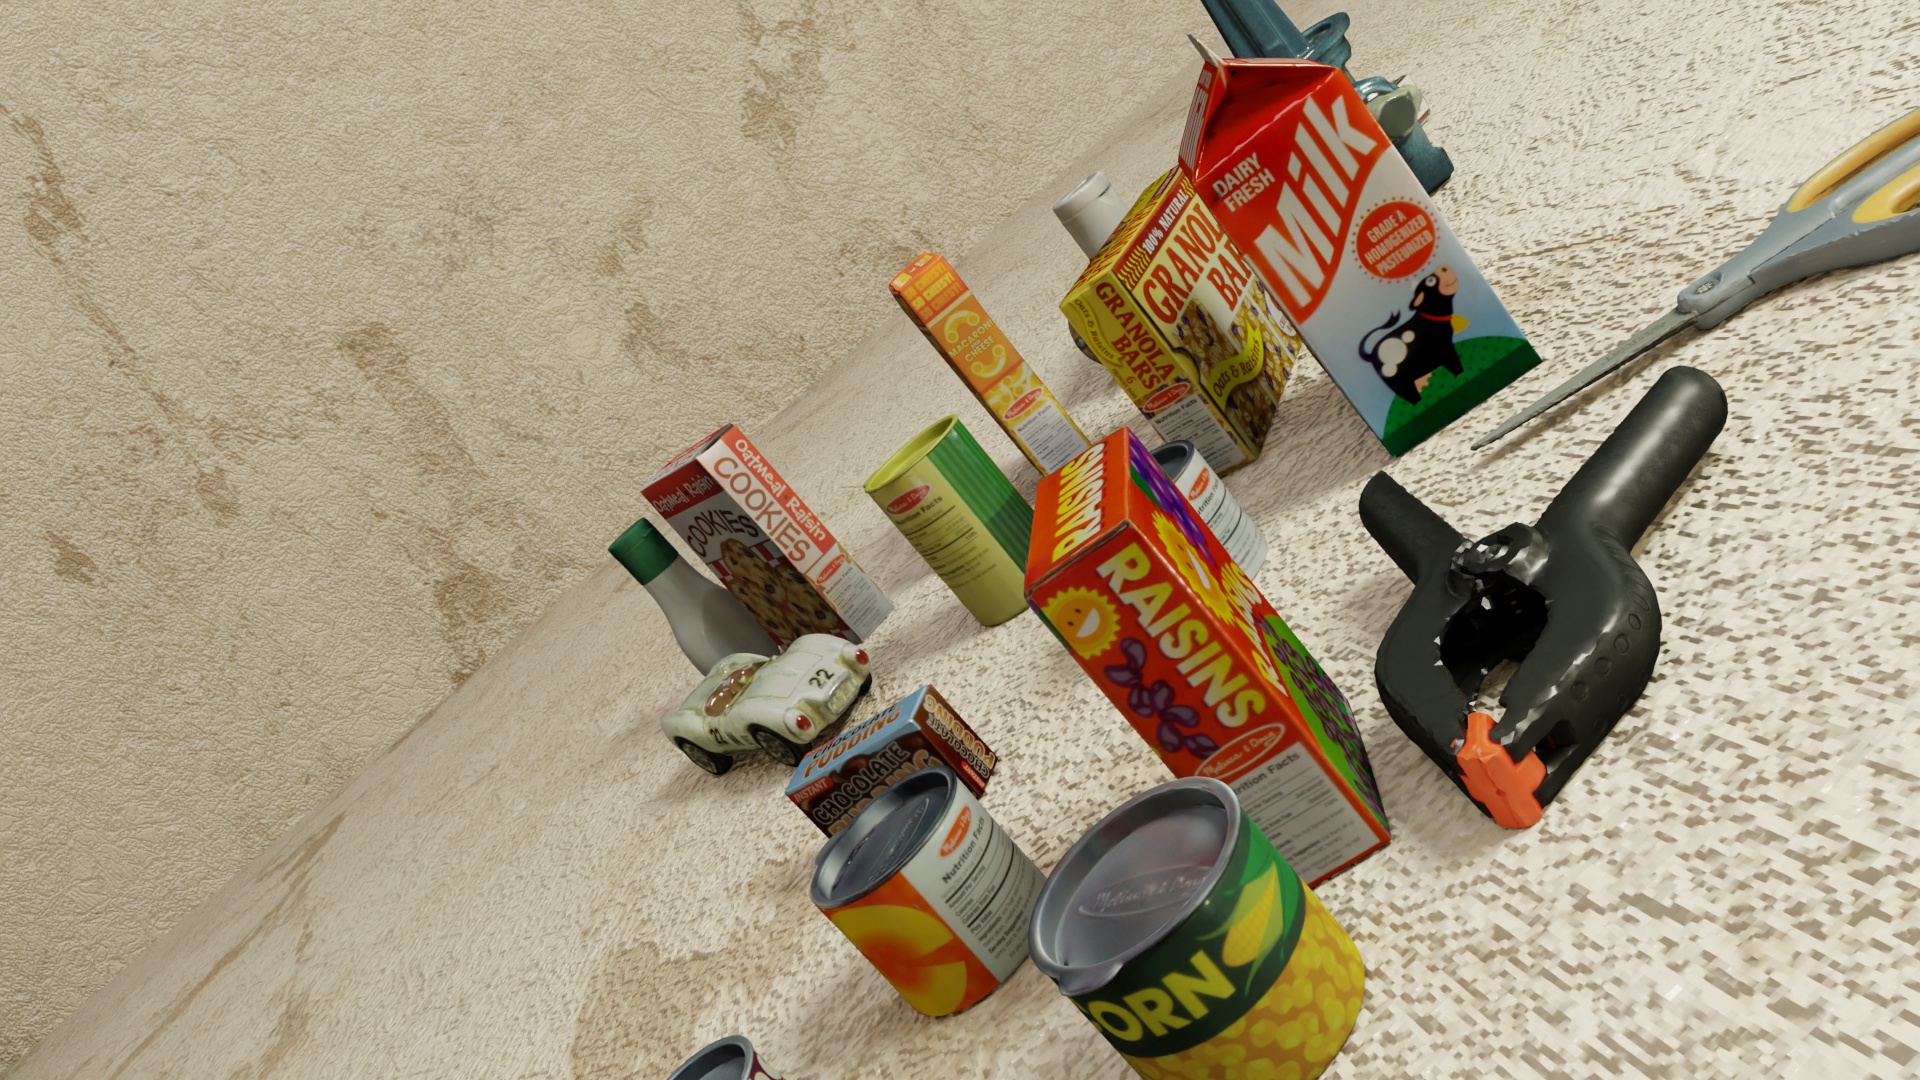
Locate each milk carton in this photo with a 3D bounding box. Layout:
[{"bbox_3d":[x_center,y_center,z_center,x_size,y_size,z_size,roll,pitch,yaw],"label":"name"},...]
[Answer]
[{"bbox_3d":[0.154,-0.135,0.588,0.073,0.190,0.072,-36,14,16],"label":"milk carton"}]

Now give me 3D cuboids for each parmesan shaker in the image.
[{"bbox_3d":[0.003,-0.010,0.777,0.071,0.103,0.071,-38,14,11],"label":"parmesan shaker"}]

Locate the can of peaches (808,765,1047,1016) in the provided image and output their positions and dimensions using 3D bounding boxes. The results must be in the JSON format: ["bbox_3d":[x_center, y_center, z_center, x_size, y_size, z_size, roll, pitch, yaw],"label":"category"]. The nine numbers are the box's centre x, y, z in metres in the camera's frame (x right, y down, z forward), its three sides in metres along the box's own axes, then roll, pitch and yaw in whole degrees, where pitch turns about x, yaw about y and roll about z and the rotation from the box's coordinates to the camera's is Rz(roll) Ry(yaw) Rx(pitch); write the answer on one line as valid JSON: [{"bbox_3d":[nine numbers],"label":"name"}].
[{"bbox_3d":[-0.011,0.123,0.491,0.071,0.058,0.071,-37,14,11],"label":"can of peaches"}]

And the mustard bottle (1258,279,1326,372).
[{"bbox_3d":[0.162,-0.145,0.663,0.048,0.160,0.066,-31,16,33],"label":"mustard bottle"}]

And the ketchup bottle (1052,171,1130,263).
[{"bbox_3d":[0.113,-0.150,0.831,0.043,0.148,0.065,-24,21,49],"label":"ketchup bottle"}]

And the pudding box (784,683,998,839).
[{"bbox_3d":[-0.032,0.104,0.622,0.083,0.049,0.030,-32,16,29],"label":"pudding box"}]

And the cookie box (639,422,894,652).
[{"bbox_3d":[-0.137,0.004,0.967,0.040,0.167,0.122,-48,15,-28],"label":"cookie box"}]

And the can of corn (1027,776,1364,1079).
[{"bbox_3d":[0.060,0.107,0.356,0.071,0.058,0.071,-37,14,11],"label":"can of corn"}]

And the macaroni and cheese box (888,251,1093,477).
[{"bbox_3d":[0.019,-0.116,0.933,0.040,0.166,0.124,-40,14,3],"label":"macaroni and cheese box"}]

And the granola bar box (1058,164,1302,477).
[{"bbox_3d":[0.129,-0.124,0.758,0.039,0.124,0.166,-30,17,37],"label":"granola bar box"}]

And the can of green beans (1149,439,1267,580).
[{"bbox_3d":[0.092,-0.002,0.611,0.071,0.057,0.071,-37,14,11],"label":"can of green beans"}]

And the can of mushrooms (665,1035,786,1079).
[{"bbox_3d":[-0.087,0.209,0.474,0.071,0.033,0.071,-37,14,11],"label":"can of mushrooms"}]

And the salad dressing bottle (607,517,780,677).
[{"bbox_3d":[-0.197,0.048,1.029,0.044,0.147,0.064,-29,17,40],"label":"salad dressing bottle"}]

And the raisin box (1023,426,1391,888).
[{"bbox_3d":[0.072,0.033,0.417,0.040,0.123,0.086,-36,14,19],"label":"raisin box"}]
